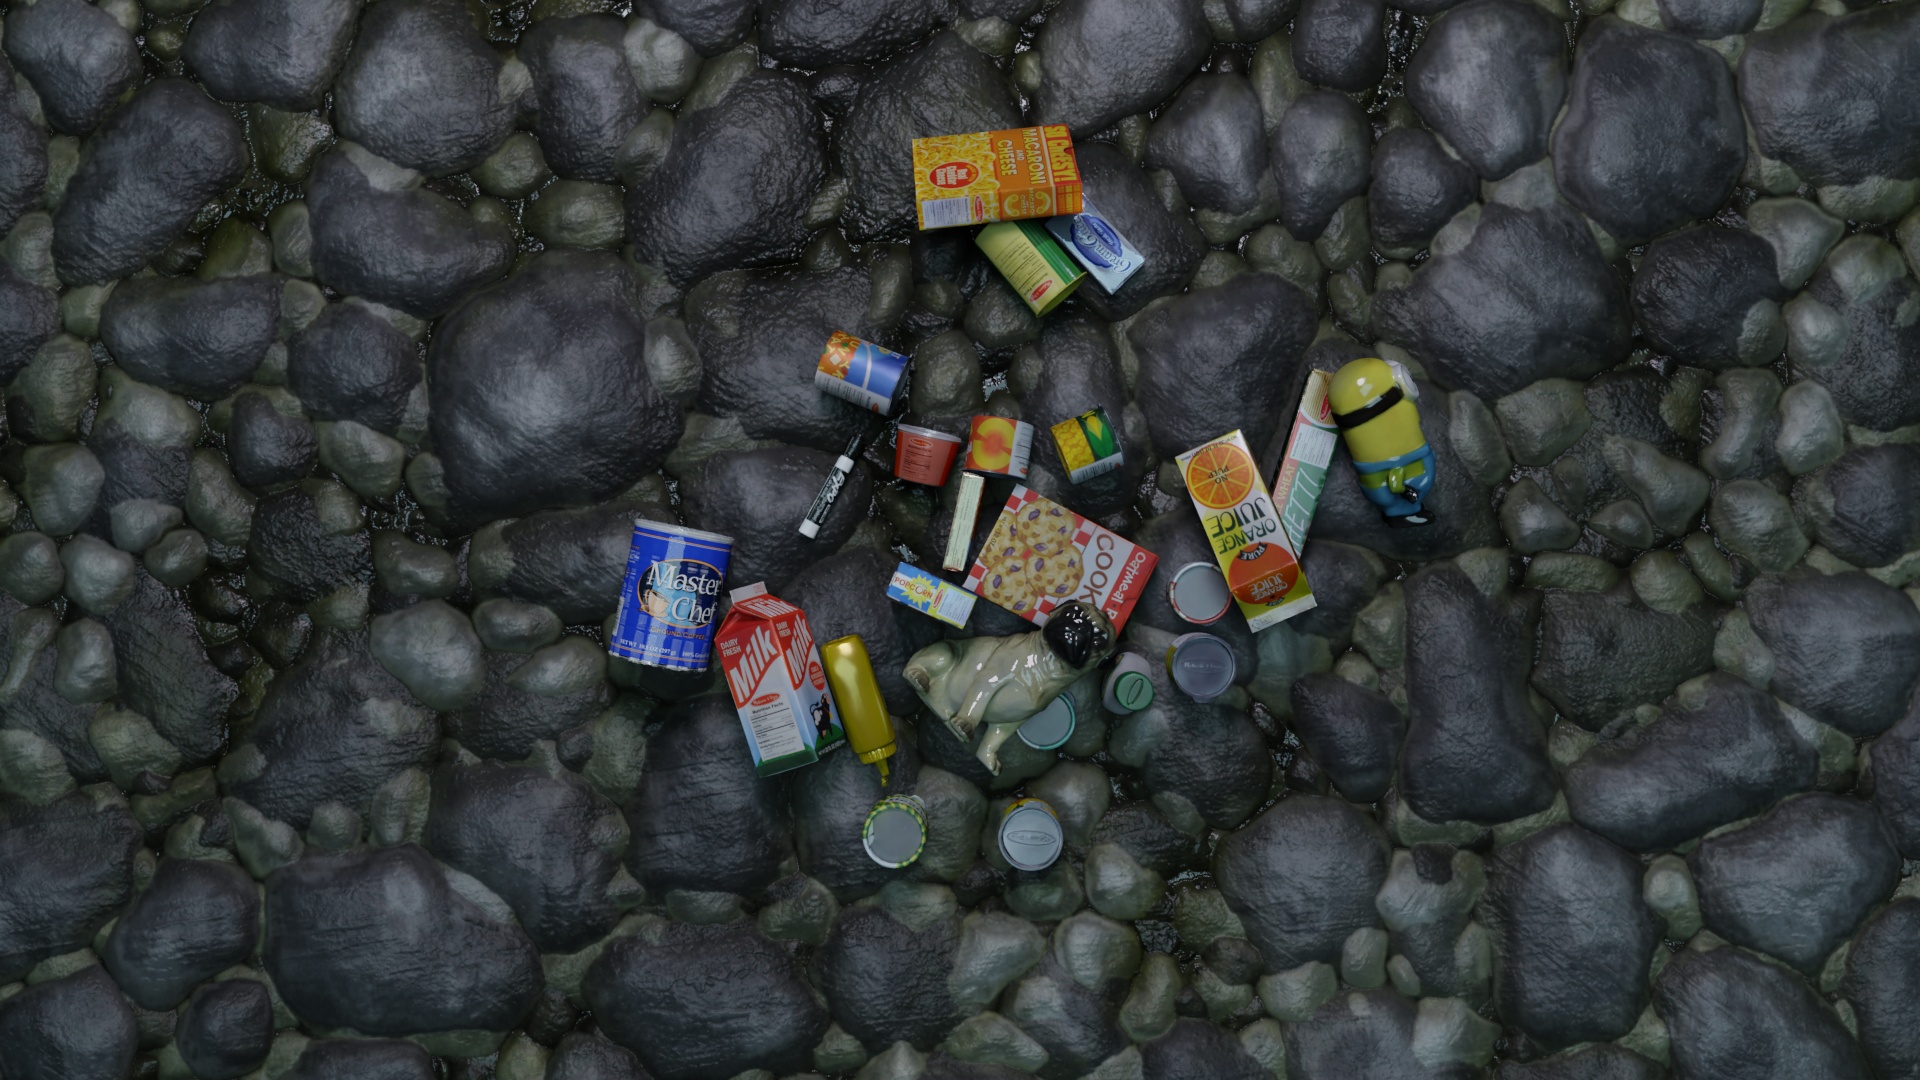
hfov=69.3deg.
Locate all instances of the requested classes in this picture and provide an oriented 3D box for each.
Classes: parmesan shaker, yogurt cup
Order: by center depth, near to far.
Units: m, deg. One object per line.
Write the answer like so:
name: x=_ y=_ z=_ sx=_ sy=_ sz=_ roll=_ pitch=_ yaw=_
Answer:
yogurt cup: x=-0.037 y=-0.088 z=1.445 sx=0.072 sy=0.072 sz=0.054 roll=13 pitch=97 yaw=2
parmesan shaker: x=0.074 y=-0.294 z=1.447 sx=0.071 sy=0.071 sz=0.103 roll=-39 pitch=87 yaw=0

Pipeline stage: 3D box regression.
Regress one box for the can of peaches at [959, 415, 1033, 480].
can of peaches: x=0.038 y=-0.096 z=1.443 sx=0.071 sy=0.071 sz=0.058 roll=10 pitch=89 yaw=1

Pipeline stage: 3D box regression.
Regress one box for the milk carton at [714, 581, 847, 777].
milk carton: x=-0.190 y=0.137 z=1.426 sx=0.073 sy=0.072 sz=0.190 roll=-19 pitch=89 yaw=21

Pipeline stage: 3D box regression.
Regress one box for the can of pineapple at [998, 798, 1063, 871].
can of pineapple: x=0.073 y=0.301 z=1.432 sx=0.071 sy=0.058 sz=0.071 roll=0 pitch=88 yaw=1

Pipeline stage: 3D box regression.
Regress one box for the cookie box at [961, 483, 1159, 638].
cookie box: x=0.104 y=0.033 z=1.449 sx=0.167 sy=0.040 sz=0.123 roll=28 pitch=89 yaw=2

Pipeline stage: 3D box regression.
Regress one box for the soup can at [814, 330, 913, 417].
soup can: x=-0.100 y=-0.177 z=1.448 sx=0.084 sy=0.071 sz=0.071 roll=22 pitch=89 yaw=2

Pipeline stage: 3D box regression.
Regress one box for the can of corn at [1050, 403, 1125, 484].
can of corn: x=0.130 y=-0.100 z=1.441 sx=0.058 sy=0.071 sz=0.071 roll=-22 pitch=88 yaw=1

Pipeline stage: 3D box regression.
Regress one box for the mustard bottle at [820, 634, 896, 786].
mustard bottle: x=-0.100 y=0.178 z=1.439 sx=0.049 sy=0.065 sz=0.160 roll=-19 pitch=94 yaw=-8

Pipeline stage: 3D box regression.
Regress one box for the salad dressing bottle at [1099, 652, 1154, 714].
salad dressing bottle: x=0.168 y=0.146 z=1.390 sx=0.044 sy=0.147 sz=0.064 roll=27 pitch=89 yaw=2

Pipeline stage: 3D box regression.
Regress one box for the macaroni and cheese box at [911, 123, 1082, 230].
macaroni and cheese box: x=0.036 y=-0.376 z=1.429 sx=0.166 sy=0.040 sz=0.124 roll=-6 pitch=44 yaw=1

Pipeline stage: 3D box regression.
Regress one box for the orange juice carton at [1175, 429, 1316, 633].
orange juice carton: x=0.290 y=-0.008 z=1.405 sx=0.071 sy=0.073 sz=0.193 roll=-24 pitch=75 yaw=15

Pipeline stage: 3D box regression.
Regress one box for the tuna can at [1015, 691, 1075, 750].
tuna can: x=0.089 y=0.183 z=1.448 sx=0.071 sy=0.033 sz=0.071 roll=0 pitch=89 yaw=1

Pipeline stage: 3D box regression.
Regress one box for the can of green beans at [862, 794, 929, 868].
can of green beans: x=-0.066 y=0.300 z=1.434 sx=0.071 sy=0.058 sz=0.071 roll=0 pitch=88 yaw=1

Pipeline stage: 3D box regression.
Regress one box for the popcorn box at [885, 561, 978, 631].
popcorn box: x=-0.028 y=0.058 z=1.408 sx=0.085 sy=0.126 sz=0.038 roll=25 pitch=85 yaw=1

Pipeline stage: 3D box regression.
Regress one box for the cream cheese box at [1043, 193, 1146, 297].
cream cheese box: x=0.142 y=-0.313 z=1.468 sx=0.053 sy=0.024 sz=0.104 roll=-43 pitch=88 yaw=0

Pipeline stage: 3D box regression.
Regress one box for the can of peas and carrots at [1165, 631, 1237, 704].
can of peas and carrots: x=0.248 y=0.131 z=1.434 sx=0.071 sy=0.059 sz=0.071 roll=0 pitch=89 yaw=1

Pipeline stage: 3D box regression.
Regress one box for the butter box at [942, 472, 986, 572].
butter box: x=0.005 y=-0.018 z=1.447 sx=0.024 sy=0.053 sz=0.103 roll=12 pitch=88 yaw=4

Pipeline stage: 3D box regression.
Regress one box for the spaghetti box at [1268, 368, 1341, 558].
spaghetti box: x=0.350 y=-0.054 z=1.453 sx=0.050 sy=0.028 sz=0.250 roll=19 pitch=88 yaw=2

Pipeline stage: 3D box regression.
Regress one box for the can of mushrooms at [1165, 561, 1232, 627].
can of mushrooms: x=0.250 y=0.057 z=1.449 sx=0.071 sy=0.033 sz=0.071 roll=0 pitch=88 yaw=1
